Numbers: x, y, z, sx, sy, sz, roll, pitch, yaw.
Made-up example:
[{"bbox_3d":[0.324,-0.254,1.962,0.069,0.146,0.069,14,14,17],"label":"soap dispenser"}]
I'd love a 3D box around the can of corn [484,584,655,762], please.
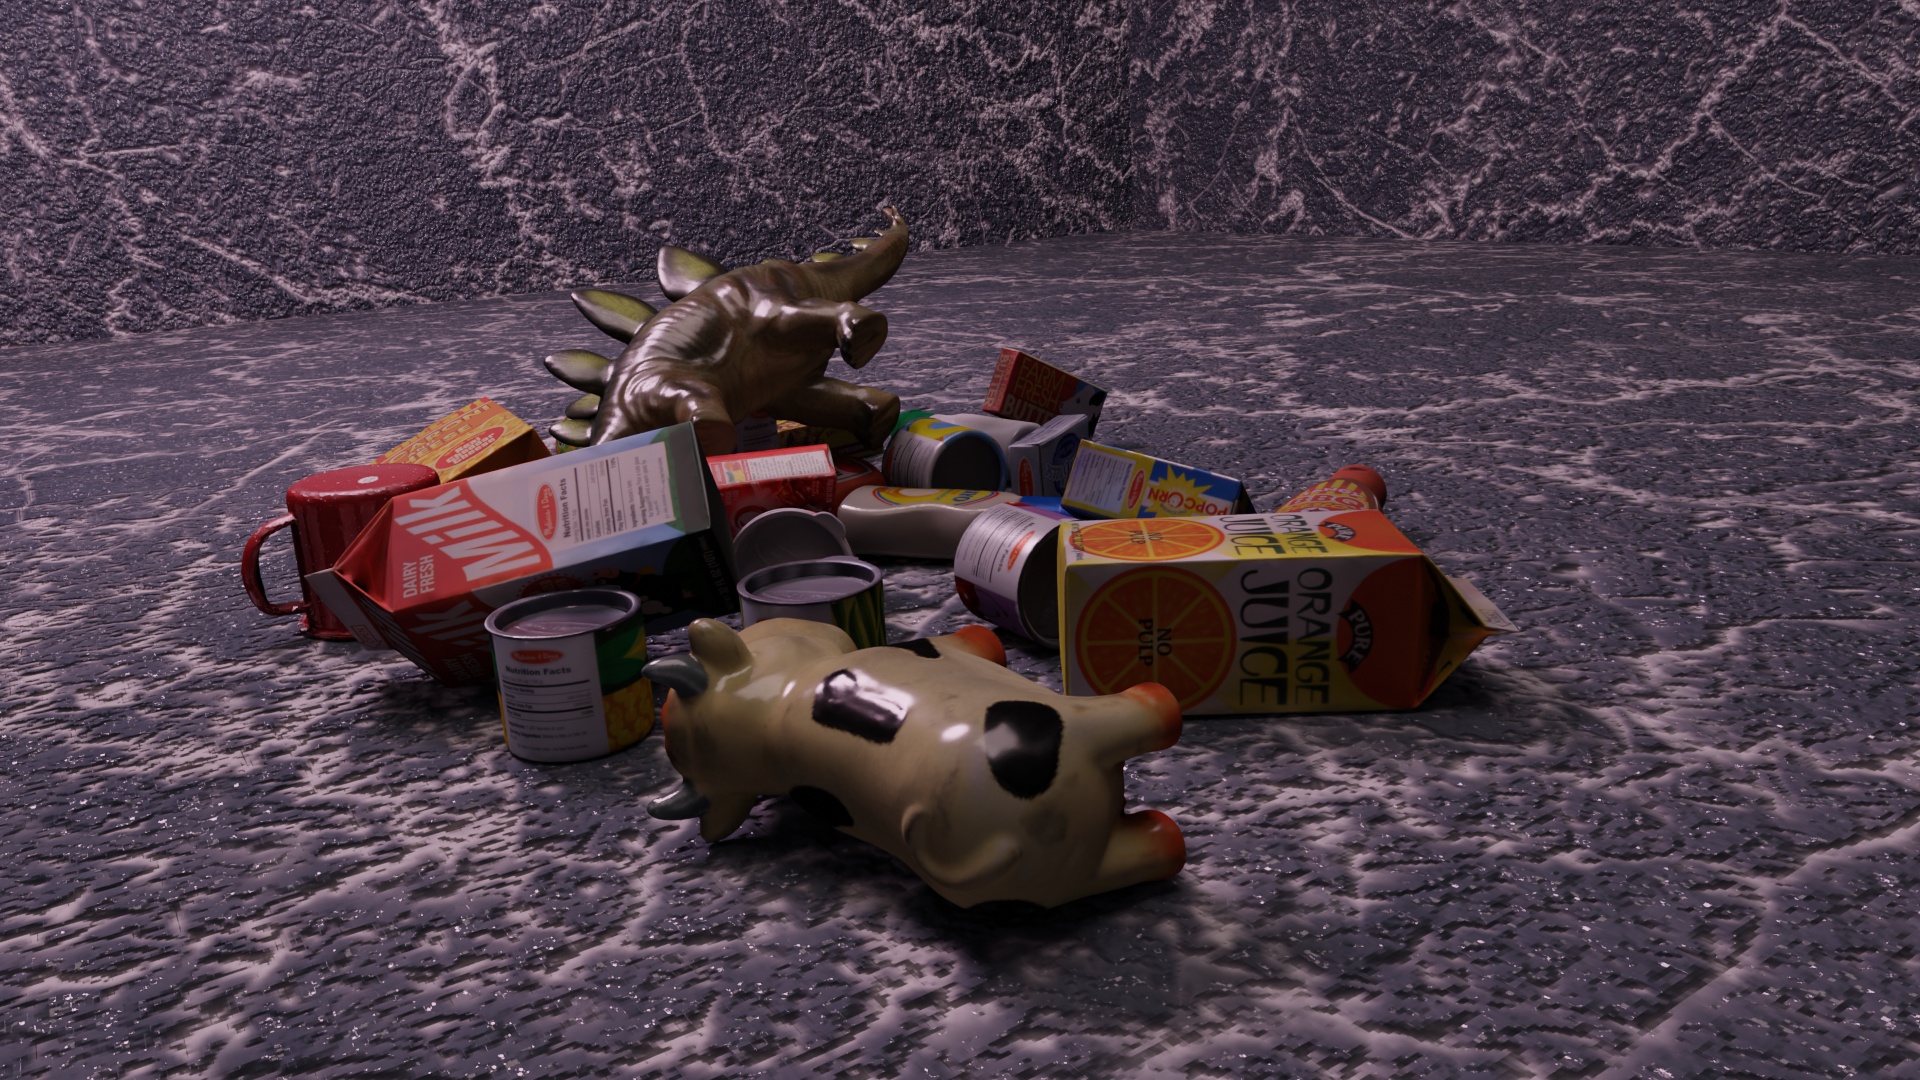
[{"bbox_3d":[-0.171,0.058,0.616,0.071,0.058,0.071,-3,16,1],"label":"can of corn"}]

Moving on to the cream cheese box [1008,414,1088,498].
[{"bbox_3d":[0.064,-0.052,0.957,0.024,0.053,0.104,2,16,23],"label":"cream cheese box"}]

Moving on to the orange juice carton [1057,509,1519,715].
[{"bbox_3d":[0.141,0.031,0.622,0.193,0.072,0.072,-2,16,3],"label":"orange juice carton"}]

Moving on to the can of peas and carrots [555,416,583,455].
[{"bbox_3d":[-0.269,-0.073,1.063,0.071,0.070,0.059,-16,19,-37],"label":"can of peas and carrots"}]

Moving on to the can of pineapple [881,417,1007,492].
[{"bbox_3d":[-0.009,-0.046,0.929,0.071,0.070,0.058,-13,19,-31],"label":"can of pineapple"}]

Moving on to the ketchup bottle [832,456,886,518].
[{"bbox_3d":[-0.122,-0.019,0.899,0.149,0.043,0.065,-17,22,-39],"label":"ketchup bottle"}]

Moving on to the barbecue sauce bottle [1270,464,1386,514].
[{"bbox_3d":[0.215,-0.010,0.801,0.065,0.043,0.149,4,17,26],"label":"barbecue sauce bottle"}]

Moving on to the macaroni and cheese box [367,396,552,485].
[{"bbox_3d":[-0.352,-0.043,0.948,0.124,0.040,0.166,-36,27,-17],"label":"macaroni and cheese box"}]

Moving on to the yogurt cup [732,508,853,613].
[{"bbox_3d":[-0.088,0.014,0.747,0.072,0.072,0.054,-3,8,1],"label":"yogurt cup"}]

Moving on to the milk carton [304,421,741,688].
[{"bbox_3d":[-0.210,0.012,0.678,0.191,0.072,0.074,-15,53,-4],"label":"milk carton"}]

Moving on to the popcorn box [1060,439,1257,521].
[{"bbox_3d":[0.110,-0.015,0.741,0.085,0.038,0.126,17,-3,17],"label":"popcorn box"}]

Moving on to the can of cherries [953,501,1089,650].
[{"bbox_3d":[0.040,0.019,0.706,0.072,0.071,0.058,-14,18,-32],"label":"can of cherries"}]

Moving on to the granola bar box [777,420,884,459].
[{"bbox_3d":[-0.165,-0.082,1.130,0.124,0.039,0.166,12,22,43],"label":"granola bar box"}]

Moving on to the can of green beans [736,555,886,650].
[{"bbox_3d":[-0.067,0.045,0.640,0.071,0.057,0.071,-3,16,1],"label":"can of green beans"}]

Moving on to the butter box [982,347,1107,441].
[{"bbox_3d":[0.067,-0.110,1.090,0.103,0.053,0.024,18,0,-40],"label":"butter box"}]

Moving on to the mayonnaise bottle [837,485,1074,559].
[{"bbox_3d":[0.003,-0.011,0.848,0.148,0.041,0.065,2,15,19],"label":"mayonnaise bottle"}]

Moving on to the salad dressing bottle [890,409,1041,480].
[{"bbox_3d":[0.004,-0.076,1.072,0.064,0.044,0.147,-9,15,-38],"label":"salad dressing bottle"}]

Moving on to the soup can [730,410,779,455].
[{"bbox_3d":[-0.166,-0.068,1.000,0.071,0.083,0.071,-3,16,1],"label":"soup can"}]
